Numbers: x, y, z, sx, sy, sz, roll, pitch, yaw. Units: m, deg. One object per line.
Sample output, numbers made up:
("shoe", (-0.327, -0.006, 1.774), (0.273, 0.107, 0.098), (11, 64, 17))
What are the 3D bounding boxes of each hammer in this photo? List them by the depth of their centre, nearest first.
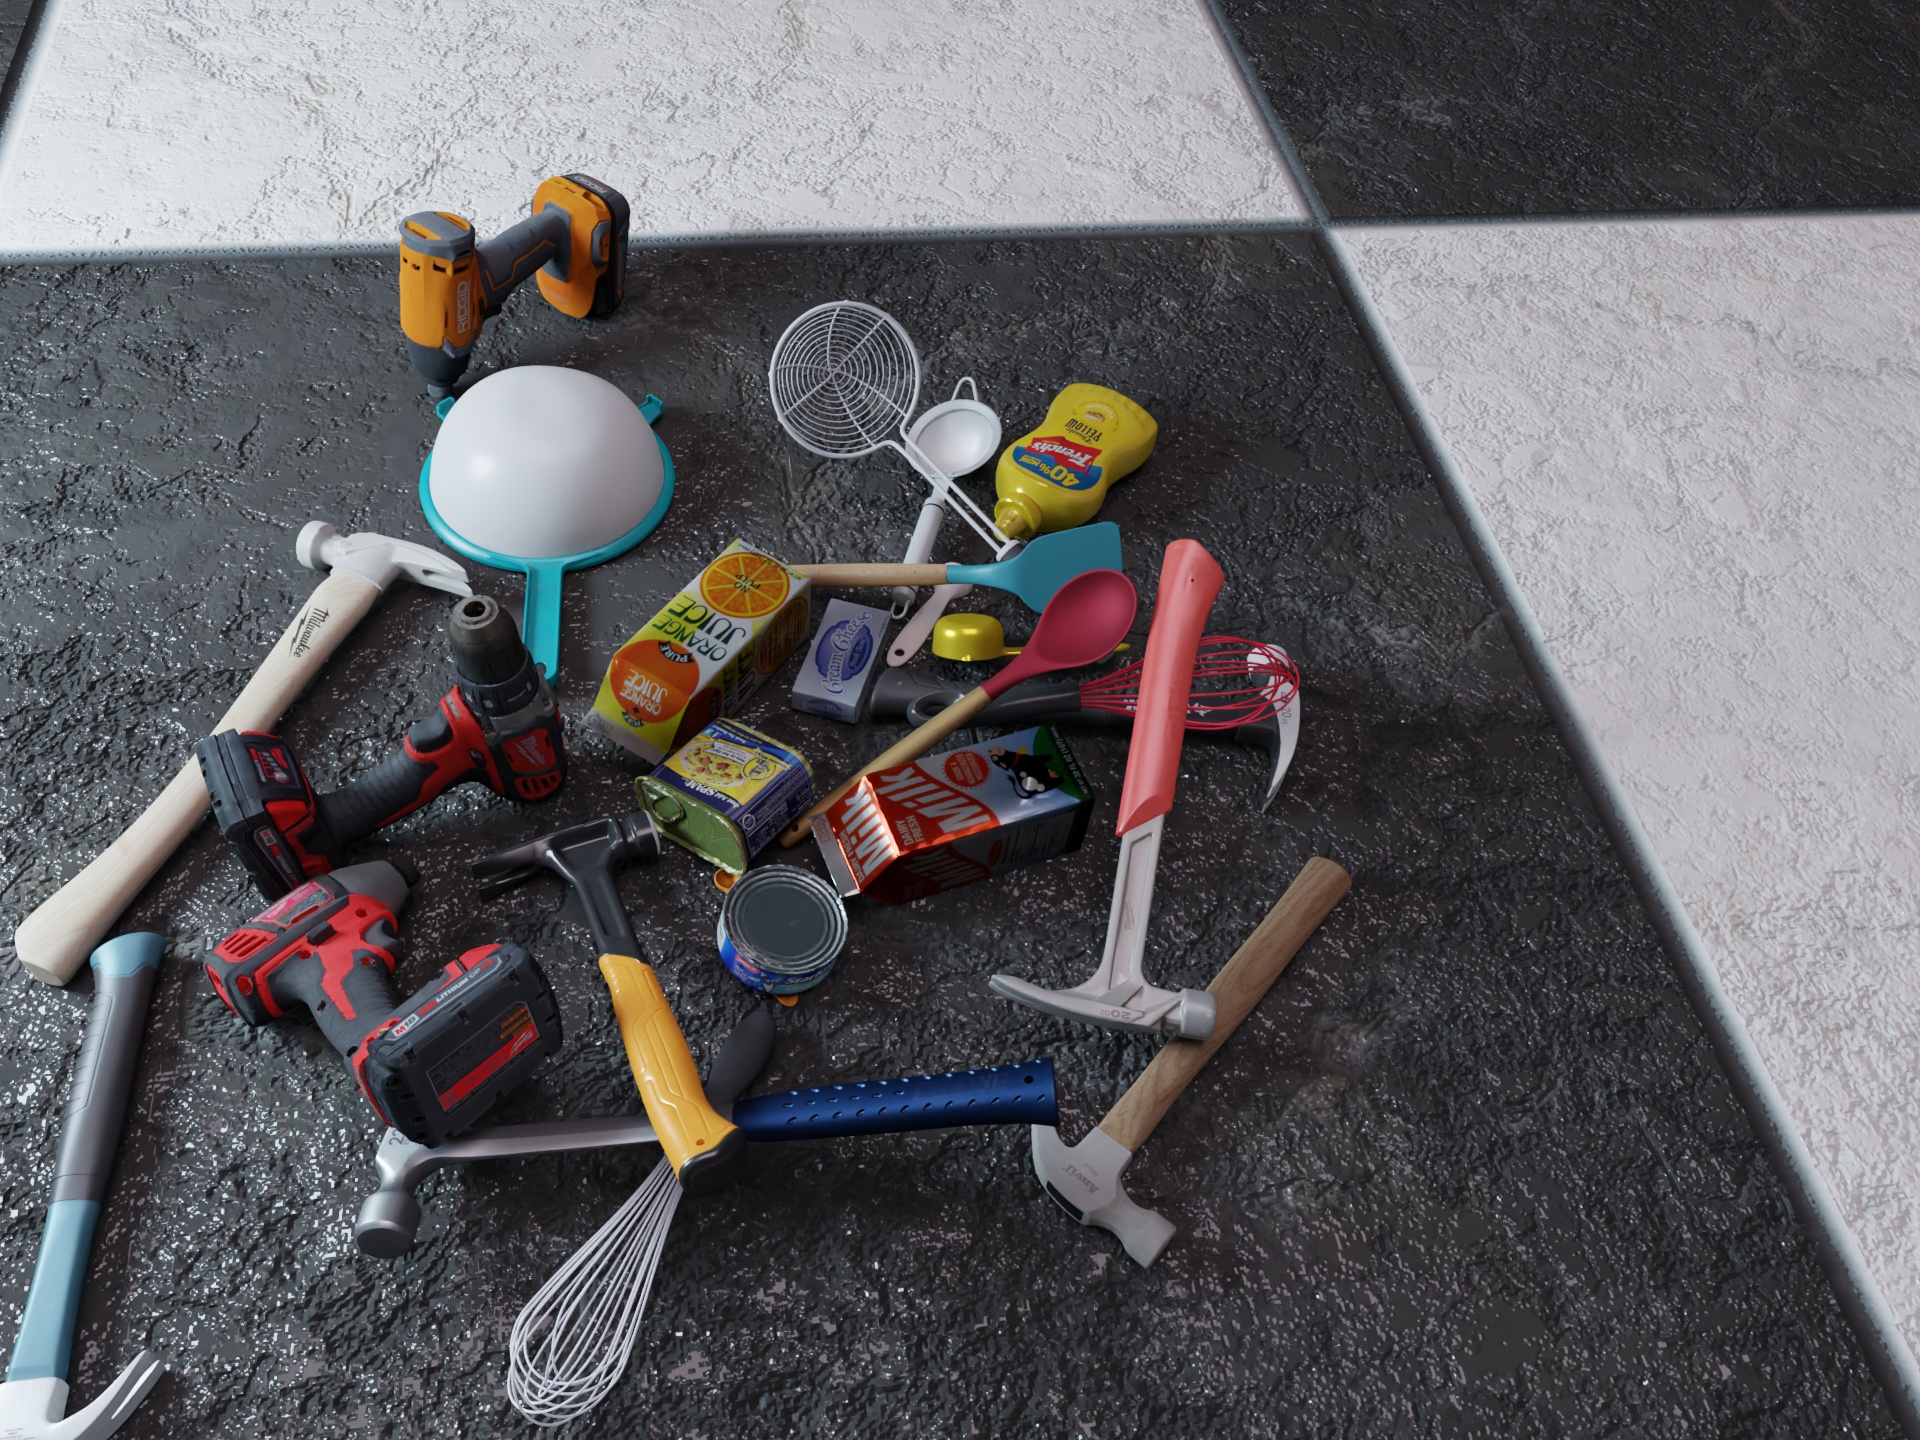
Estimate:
("hammer", (-0.523, 0.274, 0.941), (0.128, 0.033, 0.331), (-3, 52, -8))
("hammer", (-0.145, 0.235, 0.950), (0.405, 0.035, 0.144), (-6, 37, 3))
("hammer", (-0.211, 0.169, 0.990), (0.127, 0.034, 0.337), (-17, 36, -18))
("hammer", (0.166, 0.204, 1.076), (0.130, 0.031, 0.331), (35, 56, 19))
("hammer", (0.123, 0.034, 1.104), (0.149, 0.036, 0.359), (12, 67, 0))
("hammer", (-0.512, 0.015, 1.140), (0.146, 0.038, 0.411), (15, 53, 12))
("hammer", (0.097, -0.005, 1.230), (0.334, 0.035, 0.146), (4, 51, -3))

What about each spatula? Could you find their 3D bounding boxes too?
("spatula", (-0.031, -0.115, 1.272), (0.317, 0.082, 0.044), (1, 10, 14))

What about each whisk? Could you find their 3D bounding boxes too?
("whisk", (-0.183, 0.286, 0.959), (0.070, 0.070, 0.285), (21, 48, 10))
("whisk", (0.107, -0.020, 1.186), (0.296, 0.073, 0.073), (-6, 53, -2))

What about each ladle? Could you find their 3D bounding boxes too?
("ladle", (-0.002, -0.004, 1.153), (0.315, 0.031, 0.069), (-36, 58, -2))

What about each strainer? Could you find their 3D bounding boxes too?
("strainer", (-0.338, -0.179, 1.279), (0.211, 0.095, 0.341), (-2, 51, -8))
("strainer", (-0.021, -0.186, 1.357), (0.087, 0.050, 0.259), (4, 55, 20))

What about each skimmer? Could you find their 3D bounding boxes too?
("skimmer", (-0.007, -0.186, 1.284), (0.127, 0.090, 0.363), (-43, 79, 0))

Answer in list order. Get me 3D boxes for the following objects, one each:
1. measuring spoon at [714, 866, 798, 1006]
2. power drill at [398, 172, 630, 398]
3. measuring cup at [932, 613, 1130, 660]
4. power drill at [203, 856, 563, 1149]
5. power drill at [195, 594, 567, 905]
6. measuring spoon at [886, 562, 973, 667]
("measuring spoon", (-0.141, 0.150, 1.099), (0.021, 0.011, 0.117), (-15, 58, -30))
("power drill", (-0.401, -0.386, 1.413), (0.084, 0.164, 0.226), (32, 43, 18))
("measuring cup", (0.056, -0.068, 1.253), (0.156, 0.029, 0.062), (-1, 16, 1))
("power drill", (-0.357, 0.161, 0.994), (0.220, 0.078, 0.143), (21, 45, 35))
("power drill", (-0.382, 0.016, 1.067), (0.226, 0.187, 0.080), (-24, 57, -18))
("measuring spoon", (-0.026, -0.088, 1.292), (0.034, 0.018, 0.124), (25, 54, 13))
